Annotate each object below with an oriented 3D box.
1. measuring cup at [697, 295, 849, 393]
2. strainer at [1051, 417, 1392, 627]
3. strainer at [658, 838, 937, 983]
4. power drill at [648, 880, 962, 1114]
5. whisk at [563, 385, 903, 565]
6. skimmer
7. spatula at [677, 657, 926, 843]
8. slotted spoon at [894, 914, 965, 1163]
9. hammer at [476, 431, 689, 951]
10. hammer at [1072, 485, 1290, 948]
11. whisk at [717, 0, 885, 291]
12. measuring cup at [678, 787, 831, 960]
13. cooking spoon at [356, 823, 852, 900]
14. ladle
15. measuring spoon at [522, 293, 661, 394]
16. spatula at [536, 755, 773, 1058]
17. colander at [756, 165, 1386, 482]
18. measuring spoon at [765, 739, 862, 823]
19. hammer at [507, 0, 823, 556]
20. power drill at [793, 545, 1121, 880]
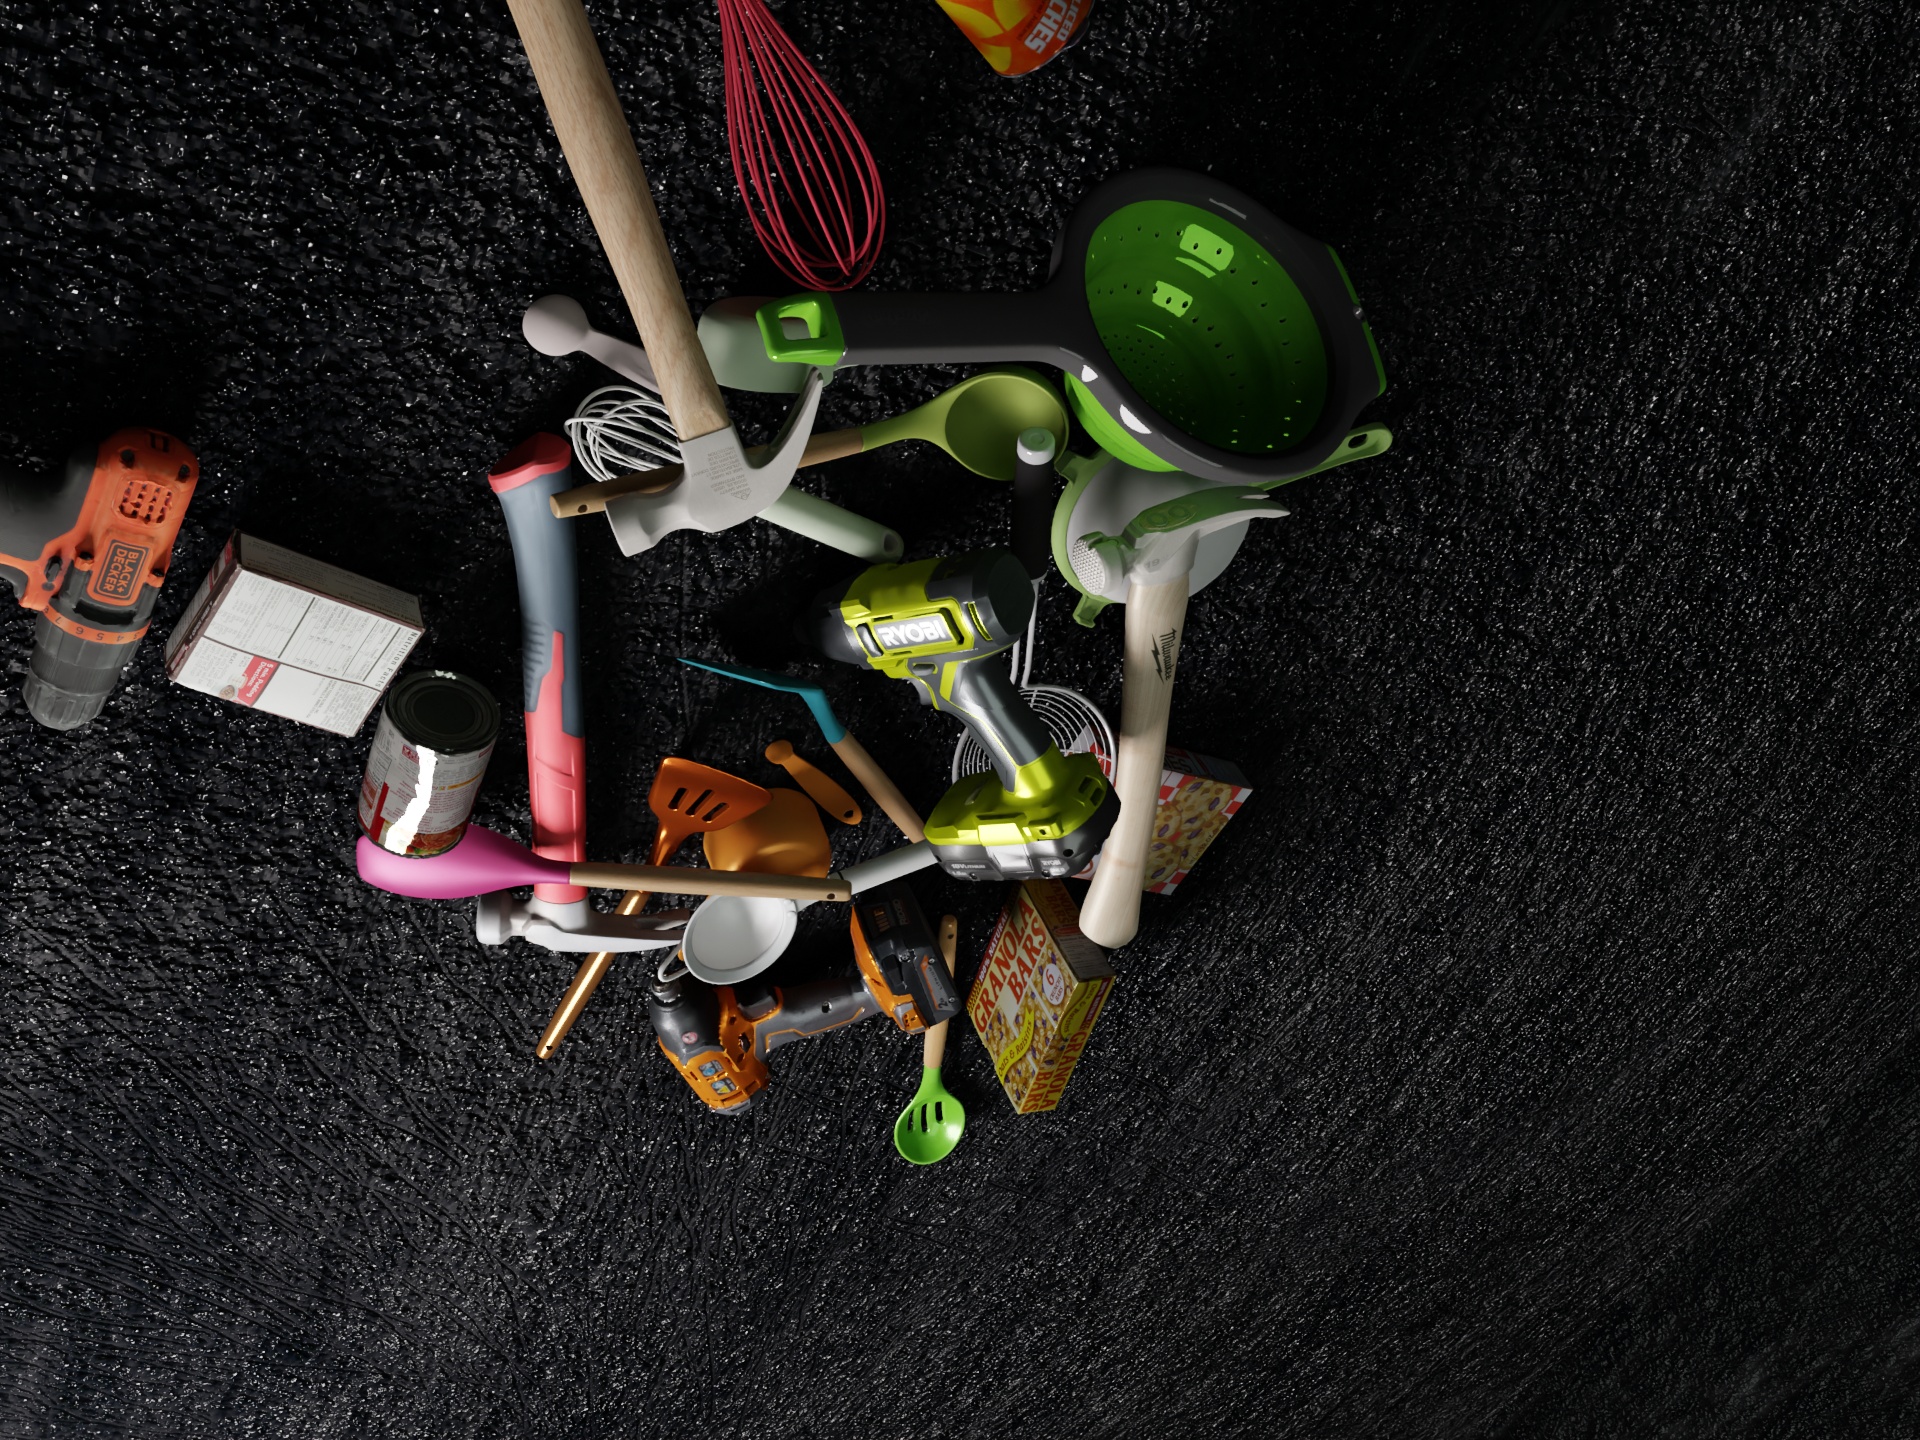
[{"bbox_3d":[-0.071,-0.219,0.895,0.167,0.083,0.038,-18,126,-35],"label":"measuring cup"},{"bbox_3d":[0.191,-0.144,1.089,0.256,0.069,0.151,-20,136,-8],"label":"strainer"},{"bbox_3d":[-0.095,0.120,1.123,0.258,0.050,0.086,-20,128,-15],"label":"strainer"},{"bbox_3d":[-0.127,0.213,1.243,0.226,0.084,0.164,-24,137,-1],"label":"power drill"},{"bbox_3d":[-0.126,-0.137,0.950,0.246,0.059,0.058,18,76,-43],"label":"whisk"},{"bbox_3d":[0.055,-0.039,1.064,0.127,0.090,0.363,-17,147,-11],"label":"skimmer"},{"bbox_3d":[-0.083,0.032,1.122,0.044,0.082,0.317,-62,145,-20],"label":"spatula"},{"bbox_3d":[-0.021,0.284,1.402,0.070,0.031,0.313,-11,131,-19],"label":"slotted spoon"},{"bbox_3d":[-0.239,0.000,0.998,0.143,0.038,0.386,3,127,-8],"label":"hammer"},{"bbox_3d":[0.137,0.017,1.131,0.146,0.038,0.410,-20,138,-21],"label":"hammer"},{"bbox_3d":[-0.104,-0.340,0.767,0.073,0.073,0.295,-26,130,-4],"label":"whisk"},{"bbox_3d":[-0.159,0.130,1.167,0.095,0.052,0.173,16,118,-37],"label":"measuring cup"},{"bbox_3d":[-0.230,0.102,1.044,0.318,0.017,0.068,5,126,-11],"label":"cooking spoon"},{"bbox_3d":[-0.076,-0.149,0.913,0.320,0.062,0.078,-18,143,-29],"label":"ladle"},{"bbox_3d":[-0.183,-0.197,0.880,0.124,0.018,0.034,20,118,-40],"label":"measuring spoon"},{"bbox_3d":[-0.240,0.142,1.145,0.081,0.041,0.322,23,119,-22],"label":"spatula"},{"bbox_3d":[0.058,-0.204,0.901,0.397,0.205,0.094,-9,164,-30],"label":"colander"},{"bbox_3d":[-0.103,0.048,1.152,0.021,0.011,0.116,-36,136,7],"label":"measuring spoon"},{"bbox_3d":[-0.161,-0.247,0.772,0.130,0.031,0.331,-20,119,-5],"label":"hammer"},{"bbox_3d":[-0.002,-0.003,1.038,0.171,0.080,0.223,-6,124,37],"label":"power drill"}]
